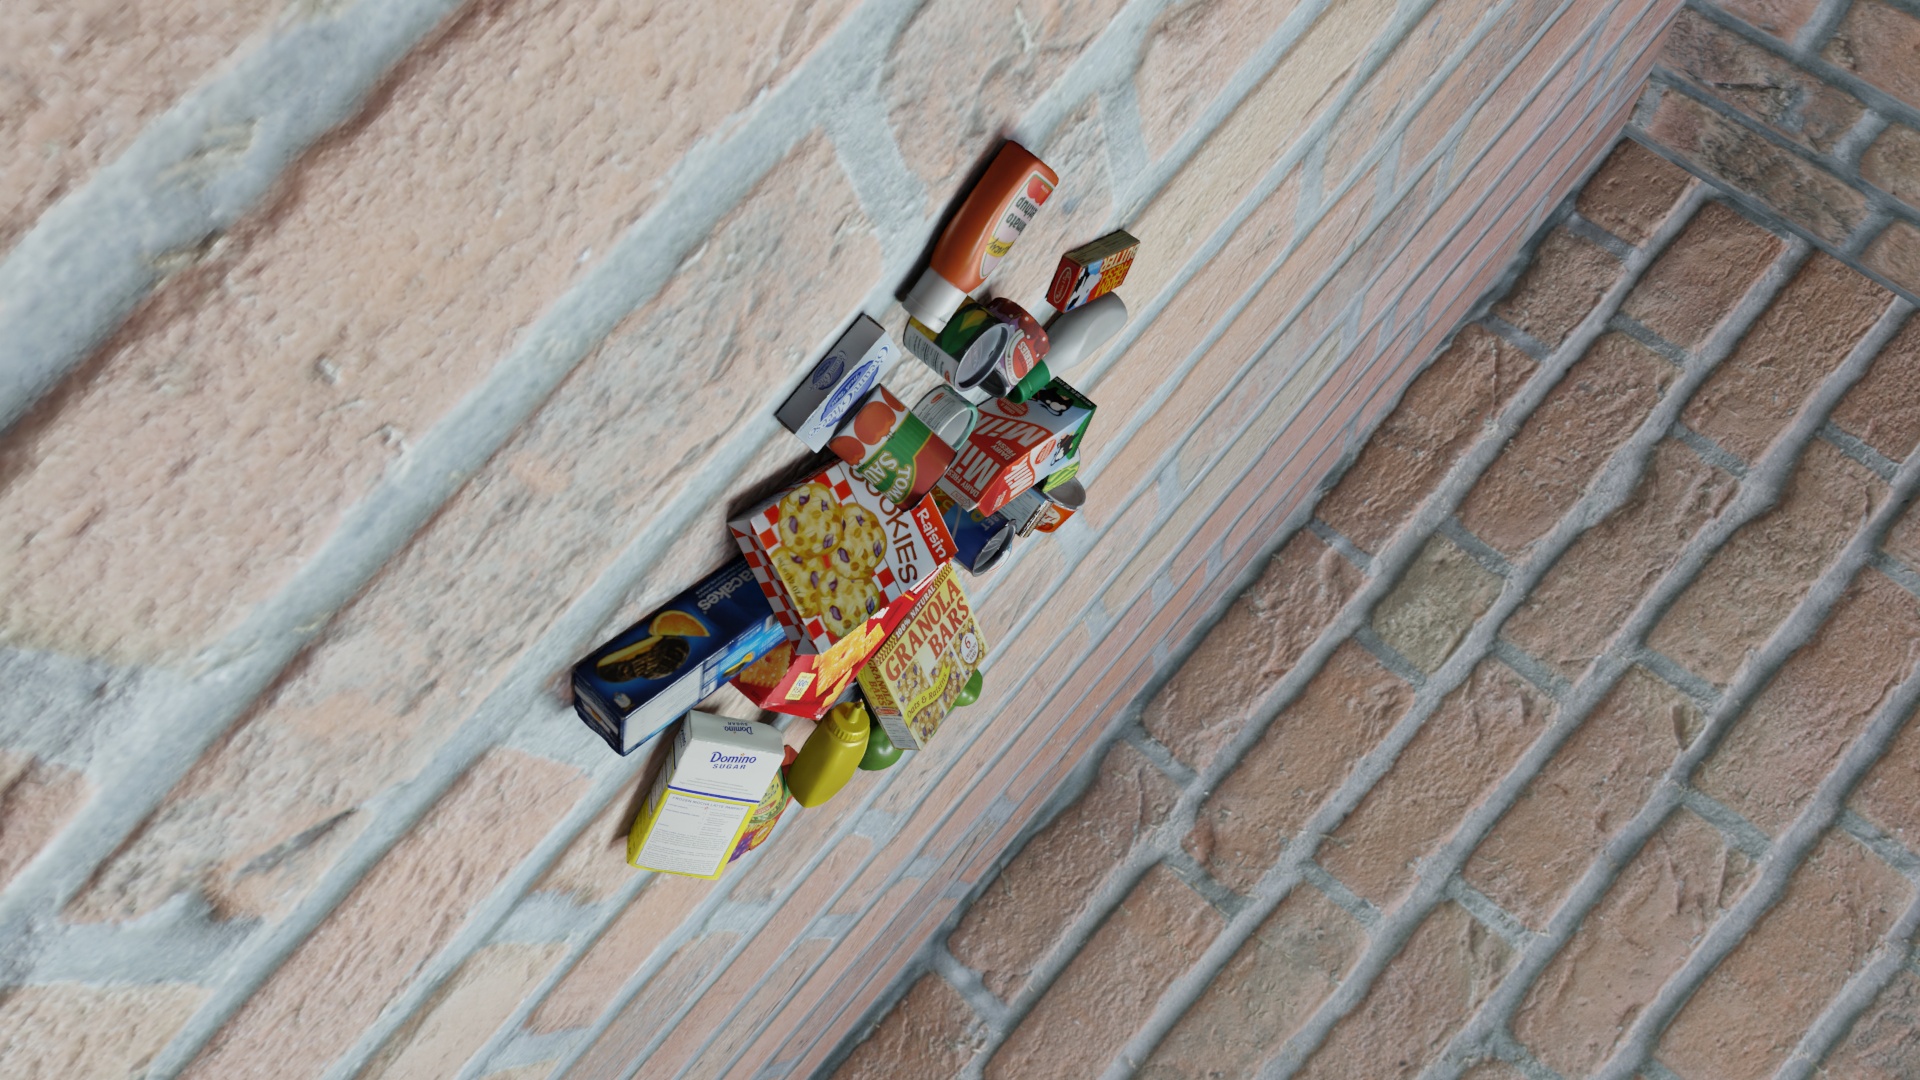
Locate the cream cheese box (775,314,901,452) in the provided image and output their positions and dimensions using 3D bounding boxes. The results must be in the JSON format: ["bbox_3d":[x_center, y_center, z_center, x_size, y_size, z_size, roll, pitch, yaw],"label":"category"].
[{"bbox_3d":[-0.091,-0.118,1.049,0.104,0.024,0.053,-49,163,-2],"label":"cream cheese box"}]

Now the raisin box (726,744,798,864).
[{"bbox_3d":[-0.224,0.289,1.508,0.123,0.040,0.086,-58,161,24],"label":"raisin box"}]

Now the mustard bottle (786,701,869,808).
[{"bbox_3d":[-0.123,0.202,1.372,0.065,0.049,0.159,-24,153,-44],"label":"mustard bottle"}]

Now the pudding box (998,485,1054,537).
[{"bbox_3d":[0.048,-0.047,1.422,0.049,0.084,0.030,-54,164,11],"label":"pudding box"}]

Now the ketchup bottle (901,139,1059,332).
[{"bbox_3d":[0.012,-0.227,1.048,0.148,0.043,0.065,-53,162,10],"label":"ketchup bottle"}]

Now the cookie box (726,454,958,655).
[{"bbox_3d":[-0.092,-0.002,1.129,0.168,0.122,0.040,-37,-162,-36],"label":"cookie box"}]

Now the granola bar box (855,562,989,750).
[{"bbox_3d":[-0.041,0.117,1.438,0.166,0.039,0.123,-53,128,-45],"label":"granola bar box"}]

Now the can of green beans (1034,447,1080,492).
[{"bbox_3d":[0.083,-0.084,1.459,0.058,0.071,0.071,-27,151,-49],"label":"can of green beans"}]

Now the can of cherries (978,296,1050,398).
[{"bbox_3d":[0.035,-0.163,1.181,0.058,0.071,0.071,-46,161,-14],"label":"can of cherries"}]

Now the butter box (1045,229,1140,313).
[{"bbox_3d":[0.125,-0.252,1.295,0.104,0.024,0.052,-32,154,-44],"label":"butter box"}]

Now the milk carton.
[{"bbox_3d":[0.042,-0.089,1.341,0.191,0.072,0.073,-34,156,-40],"label":"milk carton"}]

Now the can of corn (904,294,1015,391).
[{"bbox_3d":[-0.001,-0.164,1.114,0.071,0.058,0.071,-44,160,-20],"label":"can of corn"}]

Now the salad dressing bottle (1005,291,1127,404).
[{"bbox_3d":[0.097,-0.186,1.331,0.148,0.044,0.064,-41,161,-24],"label":"salad dressing bottle"}]

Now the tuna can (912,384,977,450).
[{"bbox_3d":[-0.017,-0.102,1.239,0.071,0.033,0.070,-43,160,-20],"label":"tuna can"}]

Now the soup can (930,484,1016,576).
[{"bbox_3d":[0.005,-0.017,1.376,0.071,0.084,0.071,-44,161,-19],"label":"soup can"}]

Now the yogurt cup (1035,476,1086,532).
[{"bbox_3d":[0.101,-0.046,1.583,0.073,0.072,0.053,-27,159,-50],"label":"yogurt cup"}]

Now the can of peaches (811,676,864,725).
[{"bbox_3d":[-0.137,0.147,1.405,0.071,0.058,0.071,-43,160,-19],"label":"can of peaches"}]

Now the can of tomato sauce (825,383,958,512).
[{"bbox_3d":[-0.055,-0.072,1.094,0.071,0.083,0.071,-46,-168,13],"label":"can of tomato sauce"}]

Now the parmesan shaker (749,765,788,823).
[{"bbox_3d":[-0.214,0.238,1.393,0.071,0.071,0.102,-43,160,-20],"label":"parmesan shaker"}]

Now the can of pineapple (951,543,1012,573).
[{"bbox_3d":[0.015,-0.003,1.463,0.071,0.071,0.058,-51,161,1],"label":"can of pineapple"}]
